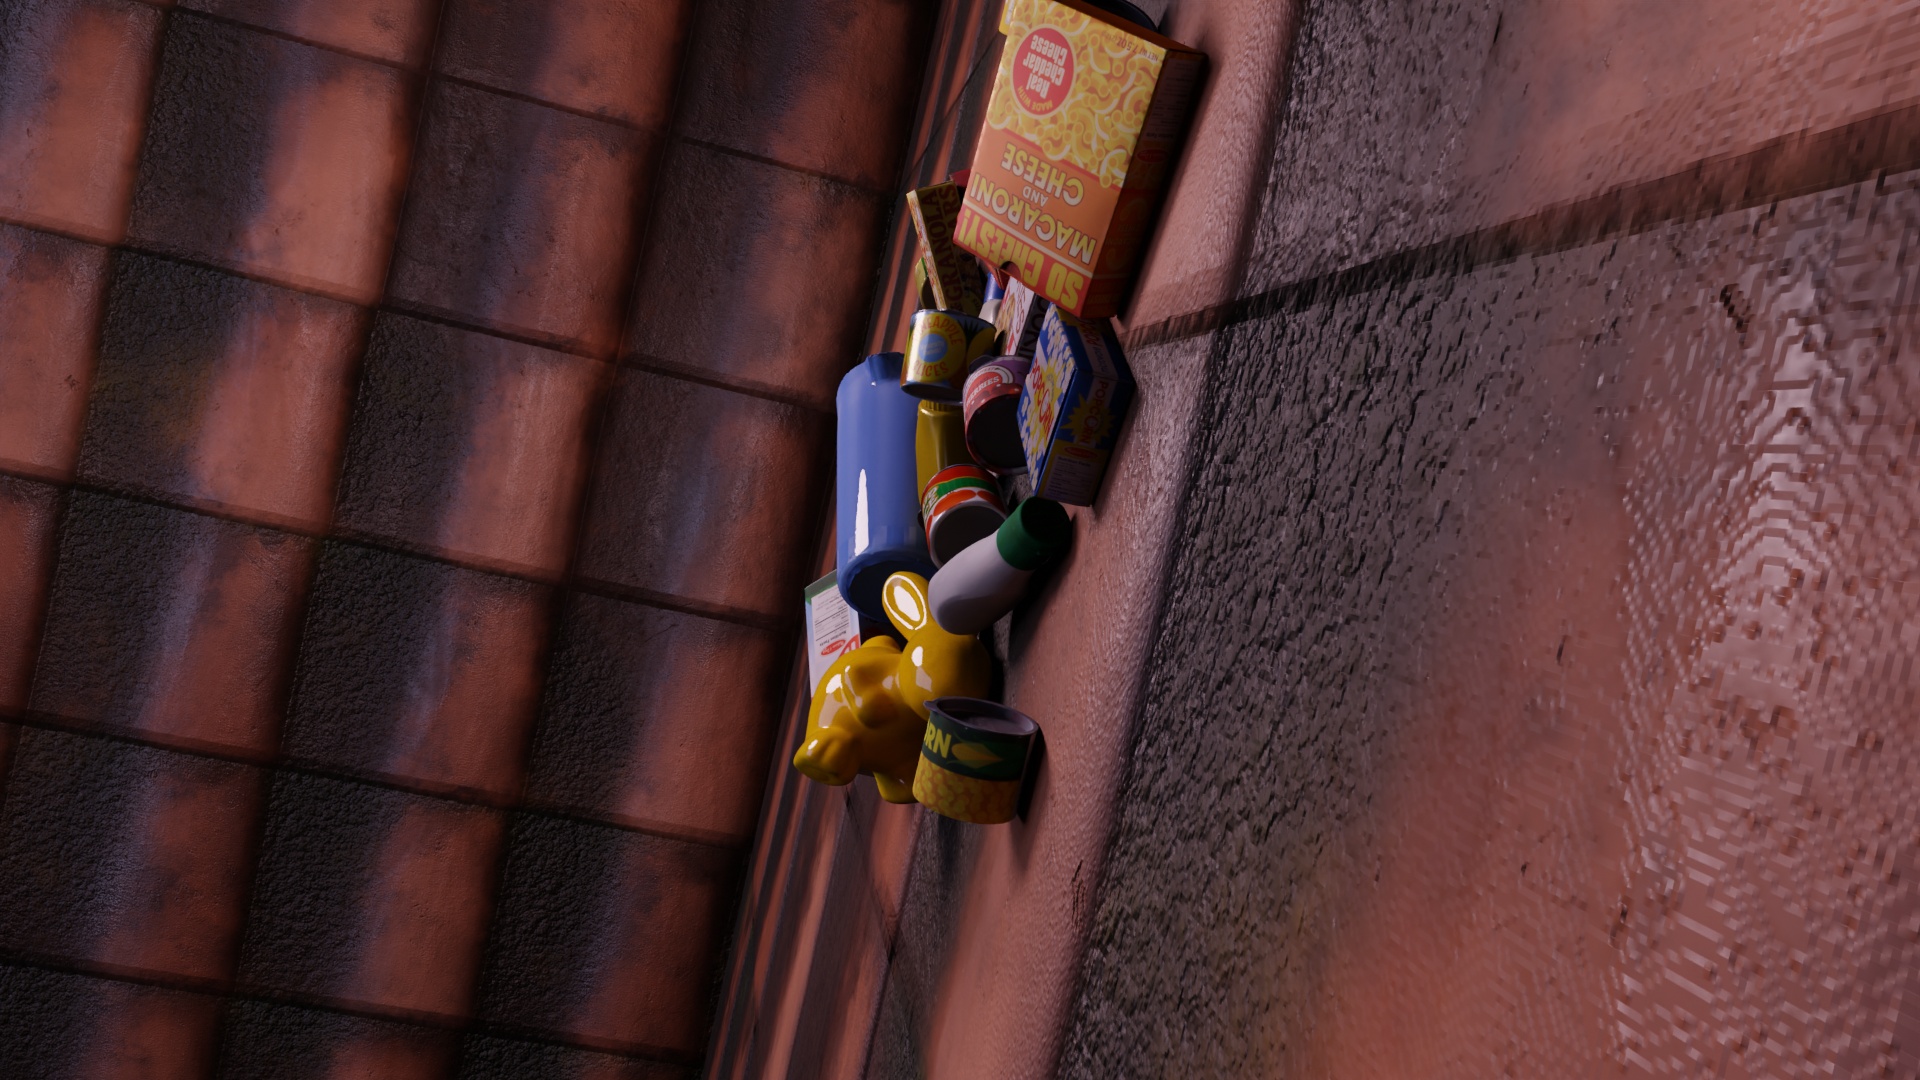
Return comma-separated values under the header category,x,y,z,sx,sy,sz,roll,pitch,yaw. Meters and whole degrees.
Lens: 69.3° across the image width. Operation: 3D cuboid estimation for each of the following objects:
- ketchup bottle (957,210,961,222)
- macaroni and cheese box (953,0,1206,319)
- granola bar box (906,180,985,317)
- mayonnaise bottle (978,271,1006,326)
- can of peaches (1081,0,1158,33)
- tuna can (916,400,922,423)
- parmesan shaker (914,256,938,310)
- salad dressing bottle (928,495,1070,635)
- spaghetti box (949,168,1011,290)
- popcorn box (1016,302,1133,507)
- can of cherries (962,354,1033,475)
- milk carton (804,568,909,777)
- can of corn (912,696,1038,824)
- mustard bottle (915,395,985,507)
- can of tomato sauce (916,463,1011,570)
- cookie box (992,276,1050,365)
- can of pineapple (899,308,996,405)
category,x,y,z,sx,sy,sz,roll,pitch,yaw
ketchup bottle,0.058,-0.274,0.994,0.149,0.043,0.064,-52,4,-4
macaroni and cheese box,0.066,-0.237,0.854,0.124,0.040,0.165,38,124,34
granola bar box,-0.006,-0.242,1.271,0.124,0.039,0.165,-115,10,-77
mayonnaise bottle,0.031,-0.162,1.173,0.064,0.041,0.148,152,132,-69
can of peaches,0.093,-0.322,0.935,0.057,0.071,0.071,116,164,-55
tuna can,-0.004,-0.117,1.223,0.071,0.071,0.032,-90,16,-53
parmesan shaker,-0.013,-0.274,1.507,0.103,0.071,0.071,-104,28,-68
salad dressing bottle,0.026,0.017,0.921,0.147,0.064,0.044,133,130,-56
spaghetti box,0.023,-0.271,1.191,0.251,0.029,0.050,-107,1,-64
popcorn box,0.068,-0.087,0.860,0.127,0.038,0.084,-96,20,-62
can of cherries,0.033,-0.088,0.967,0.059,0.071,0.071,-92,17,-56
milk carton,-0.087,0.123,1.261,0.073,0.072,0.191,-29,55,36
can of corn,0.006,0.132,0.839,0.071,0.071,0.058,-127,49,-78
mustard bottle,-0.008,-0.077,1.122,0.065,0.049,0.159,42,142,53
can of tomato sauce,0.004,-0.013,1.044,0.083,0.071,0.071,-104,28,-69
cookie box,0.053,-0.157,1.034,0.123,0.040,0.166,-91,17,-56
can of pineapple,-0.010,-0.138,1.048,0.071,0.071,0.058,155,125,-78
